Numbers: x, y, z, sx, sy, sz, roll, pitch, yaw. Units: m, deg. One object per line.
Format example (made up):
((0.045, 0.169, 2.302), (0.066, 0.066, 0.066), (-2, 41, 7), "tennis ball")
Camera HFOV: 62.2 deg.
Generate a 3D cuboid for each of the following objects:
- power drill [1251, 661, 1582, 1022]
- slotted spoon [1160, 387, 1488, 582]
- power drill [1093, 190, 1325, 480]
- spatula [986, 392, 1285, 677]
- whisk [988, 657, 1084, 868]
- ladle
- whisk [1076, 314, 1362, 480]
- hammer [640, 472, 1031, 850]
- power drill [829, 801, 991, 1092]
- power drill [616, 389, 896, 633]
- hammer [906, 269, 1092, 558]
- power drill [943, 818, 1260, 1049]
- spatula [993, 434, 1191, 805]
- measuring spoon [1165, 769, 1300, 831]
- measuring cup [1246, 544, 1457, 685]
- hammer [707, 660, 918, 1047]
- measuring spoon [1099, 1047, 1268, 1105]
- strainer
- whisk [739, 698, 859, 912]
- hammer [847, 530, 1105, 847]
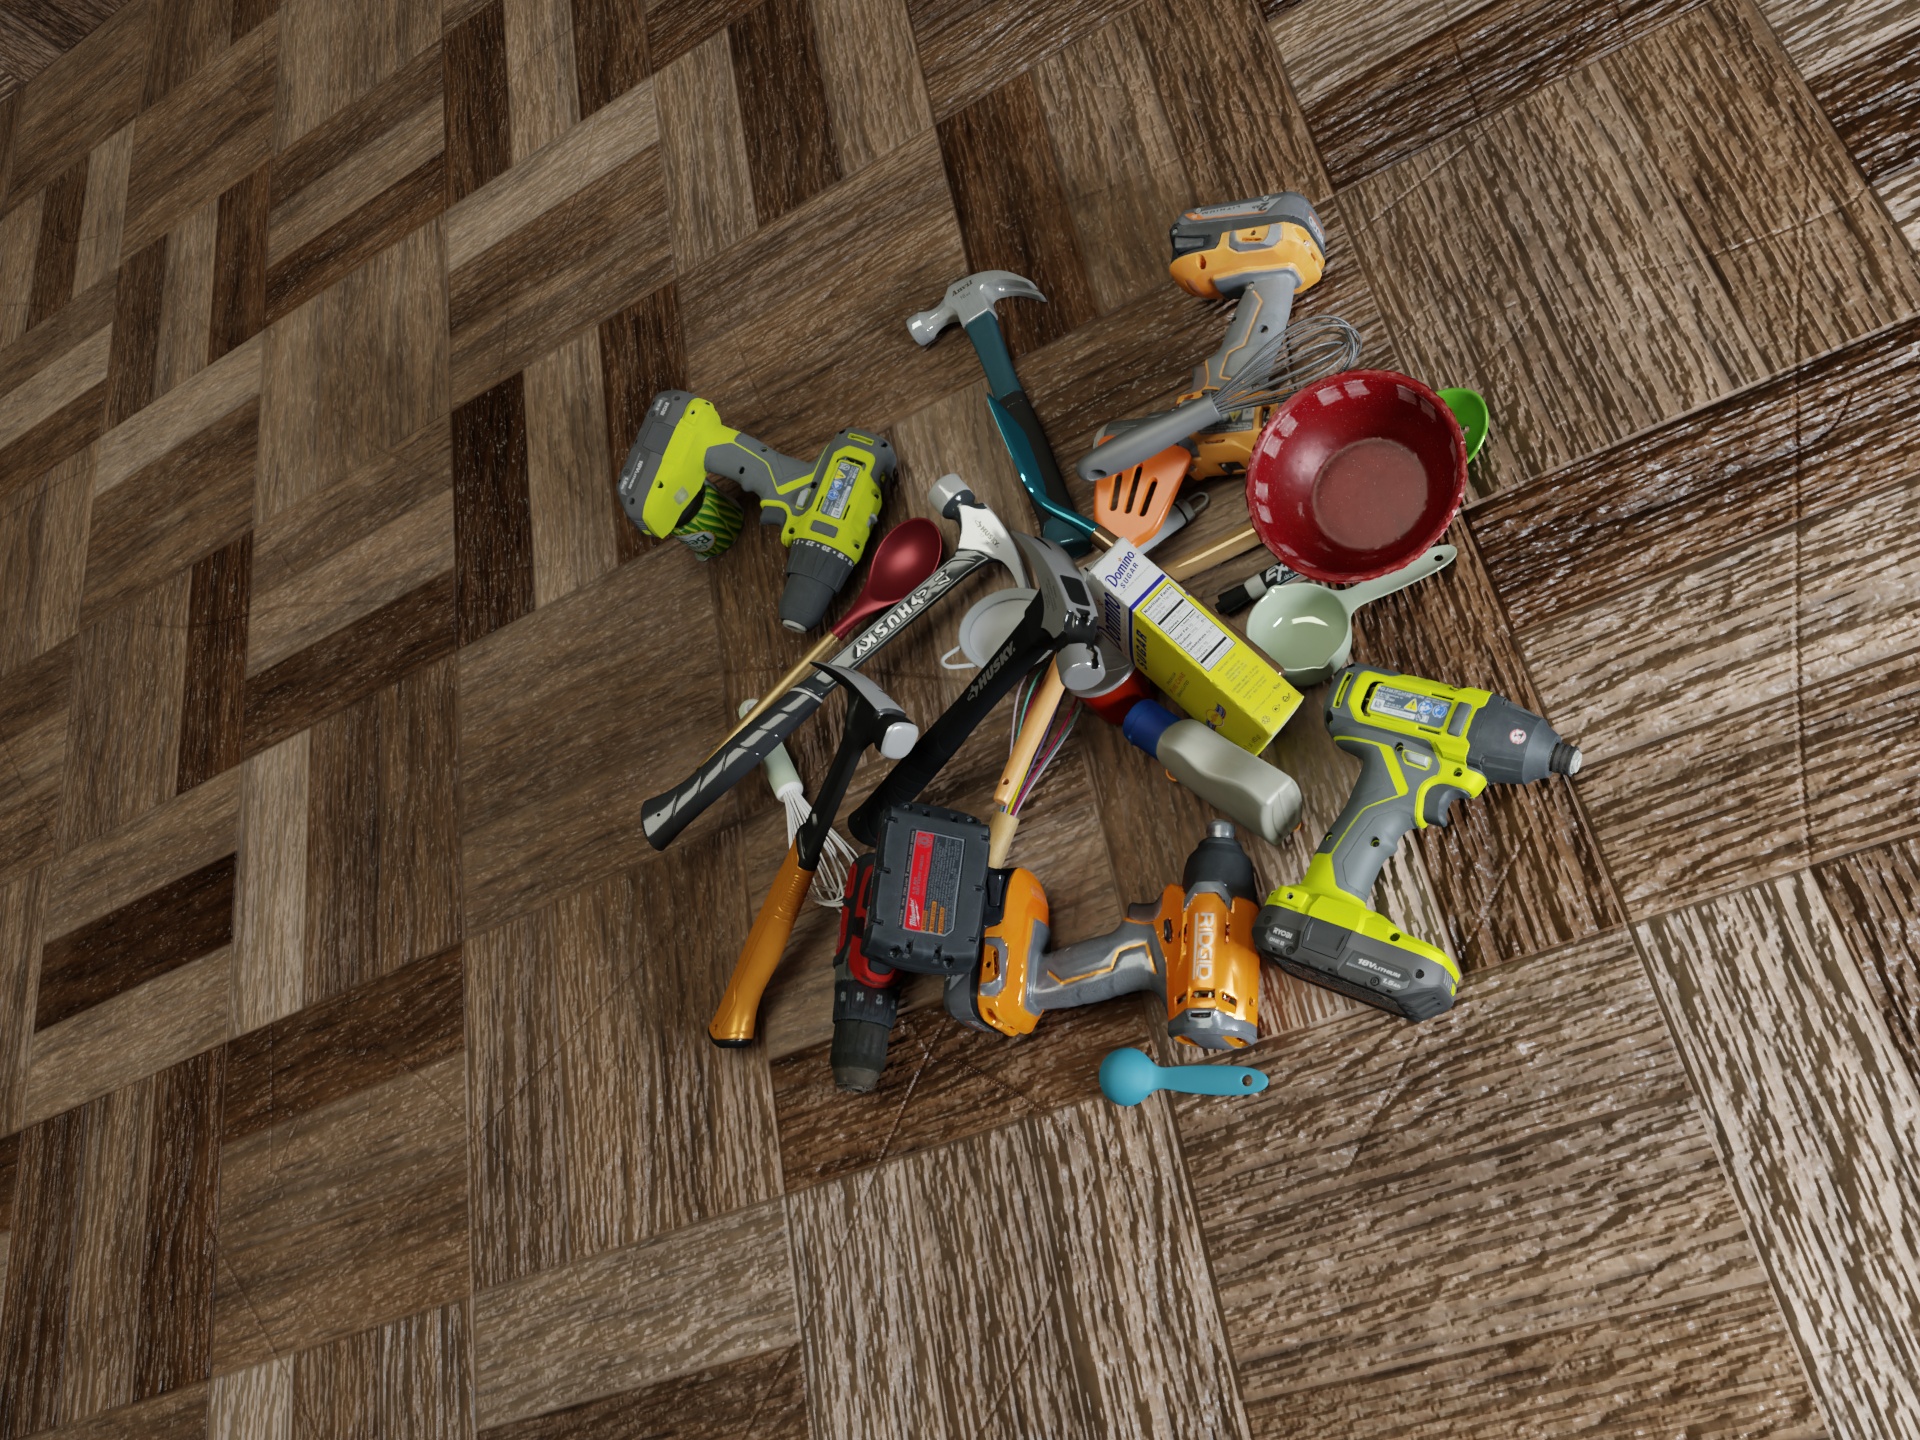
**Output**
((0.305, 0.080, 1.080), (0.171, 0.080, 0.223), (17, 76, 33), "power drill")
((0.263, -0.165, 1.241), (0.314, 0.031, 0.070), (-26, 62, 22), "slotted spoon")
((0.206, -0.305, 1.306), (0.185, 0.084, 0.226), (-1, 74, 31), "power drill")
((0.128, -0.137, 1.209), (0.318, 0.082, 0.044), (42, 97, 22), "spatula")
((0.046, 0.056, 1.274), (0.047, 0.051, 0.245), (12, 80, 56), "whisk")
((-0.129, -0.056, 1.409), (0.315, 0.031, 0.069), (-46, 56, -2), "ladle")
((0.194, -0.242, 1.222), (0.239, 0.055, 0.055), (-25, 59, 21), "whisk")
((-0.114, -0.030, 1.365), (0.409, 0.036, 0.149), (-41, 67, 3), "hammer")
((-0.051, 0.171, 1.188), (0.080, 0.226, 0.188), (12, 67, -11), "power drill")
((-0.192, -0.196, 1.462), (0.228, 0.080, 0.190), (19, 79, 9), "power drill")
((0.048, -0.274, 1.415), (0.128, 0.033, 0.331), (-30, 57, 19), "hammer")
((0.109, 0.154, 1.166), (0.226, 0.084, 0.164), (-4, 65, 26), "power drill")
((0.091, -0.080, 1.233), (0.081, 0.041, 0.323), (15, 67, 25), "spatula")
((0.204, 0.057, 1.192), (0.117, 0.011, 0.021), (26, 77, 33), "measuring spoon")
((0.294, -0.082, 1.186), (0.167, 0.038, 0.083), (-27, 56, 2), "measuring cup")
((-0.137, 0.119, 1.289), (0.127, 0.034, 0.336), (42, 115, 46), "hammer")
((0.154, 0.252, 1.128), (0.128, 0.021, 0.042), (-6, 67, 31), "measuring spoon")
((0.098, -0.107, 1.293), (0.258, 0.050, 0.087), (-36, 54, -2), "strainer")
((-0.145, 0.068, 1.380), (0.058, 0.059, 0.247), (-16, 50, -17), "whisk")
((-0.002, -0.004, 1.233), (0.334, 0.035, 0.146), (-49, 42, 42), "hammer")
